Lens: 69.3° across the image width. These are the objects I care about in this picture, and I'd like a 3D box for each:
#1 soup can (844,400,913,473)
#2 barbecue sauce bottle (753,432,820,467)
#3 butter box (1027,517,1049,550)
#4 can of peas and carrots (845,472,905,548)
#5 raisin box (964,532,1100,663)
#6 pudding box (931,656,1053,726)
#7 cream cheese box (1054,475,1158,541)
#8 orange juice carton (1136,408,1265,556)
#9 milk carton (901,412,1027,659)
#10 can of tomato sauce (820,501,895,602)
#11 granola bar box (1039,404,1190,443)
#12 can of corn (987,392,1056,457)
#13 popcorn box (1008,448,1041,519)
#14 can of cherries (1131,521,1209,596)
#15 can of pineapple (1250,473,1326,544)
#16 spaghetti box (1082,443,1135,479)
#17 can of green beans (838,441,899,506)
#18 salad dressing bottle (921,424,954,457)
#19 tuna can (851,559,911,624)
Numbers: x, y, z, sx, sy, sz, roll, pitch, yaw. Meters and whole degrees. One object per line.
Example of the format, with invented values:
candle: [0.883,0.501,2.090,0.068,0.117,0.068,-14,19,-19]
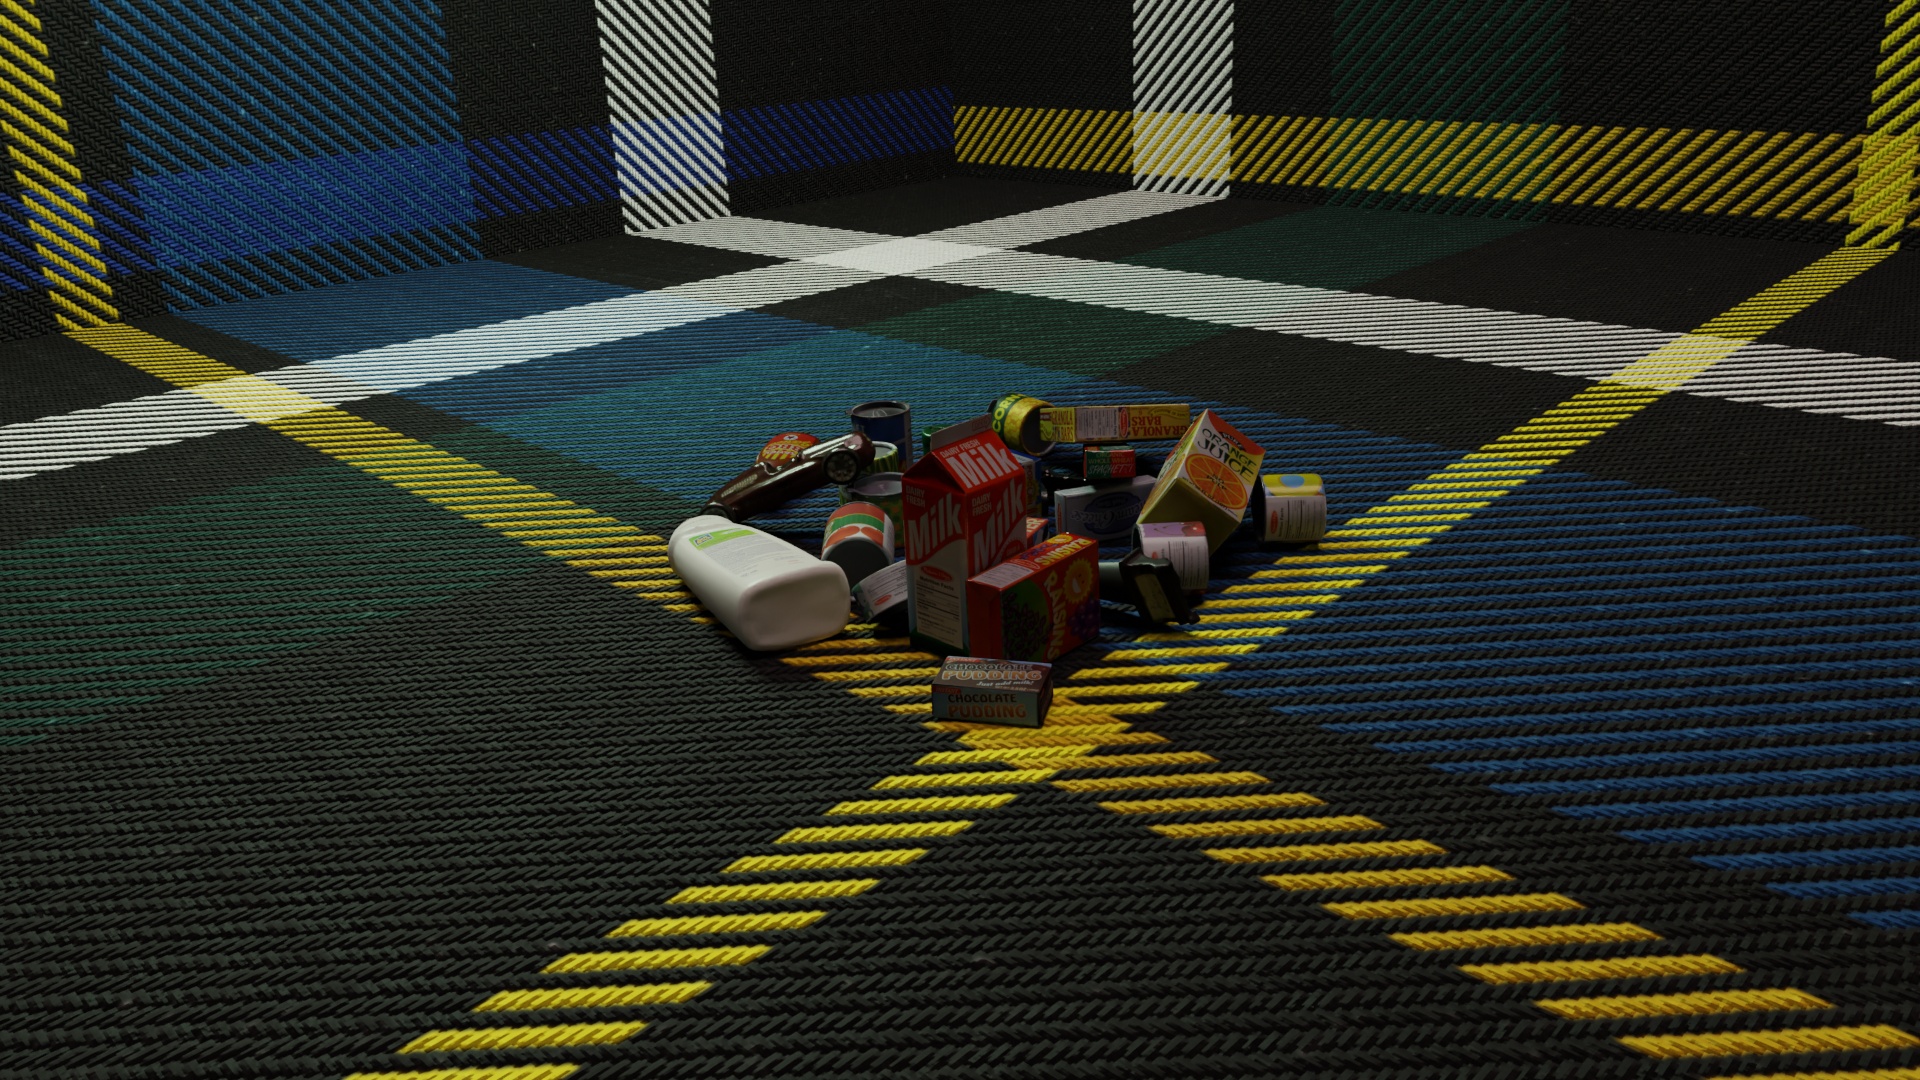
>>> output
soup can: [-0.088,-0.105,1.522,0.071,0.083,0.071,-2,21,1]
barbecue sauce bottle: [-0.198,-0.076,1.518,0.065,0.043,0.149,2,23,9]
butter box: [0.048,0.021,1.232,0.024,0.053,0.104,7,23,29]
can of peas and carrots: [-0.075,-0.029,1.363,0.071,0.058,0.071,-3,22,1]
raisin box: [0.060,0.053,1.106,0.040,0.085,0.124,15,27,40]
pudding box: [0.025,0.112,1.037,0.084,0.030,0.050,4,21,15]
cream cheese box: [0.143,-0.029,1.345,0.104,0.053,0.024,-10,20,-19]
orange juice carton: [0.232,-0.058,1.315,0.072,0.072,0.194,36,36,-1]
milk carton: [0.004,-0.003,1.113,0.073,0.189,0.072,17,29,40]
can of tomato sauce: [-0.094,0.011,1.258,0.071,0.071,0.083,-3,22,-1]
granola bar box: [0.162,-0.125,1.493,0.124,0.039,0.165,-2,5,-9]
can of corn: [0.072,-0.134,1.596,0.071,0.071,0.058,-18,27,-34]
popcorn box: [0.026,-0.050,1.370,0.038,0.085,0.127,-17,25,-35]
can of cherries: [0.182,0.016,1.211,0.058,0.071,0.072,-3,21,-1]
can of pineapple: [0.309,-0.031,1.313,0.058,0.070,0.071,-2,21,1]
spaghetti box: [0.151,-0.083,1.424,0.050,0.028,0.250,-1,5,5]
can of green beans: [-0.097,-0.068,1.465,0.071,0.057,0.071,-2,22,1]
salad dressing bottle: [-0.012,-0.029,1.236,0.064,0.147,0.044,15,28,39]
tuna can: [-0.056,0.043,1.177,0.071,0.033,0.071,-26,-8,-4]
